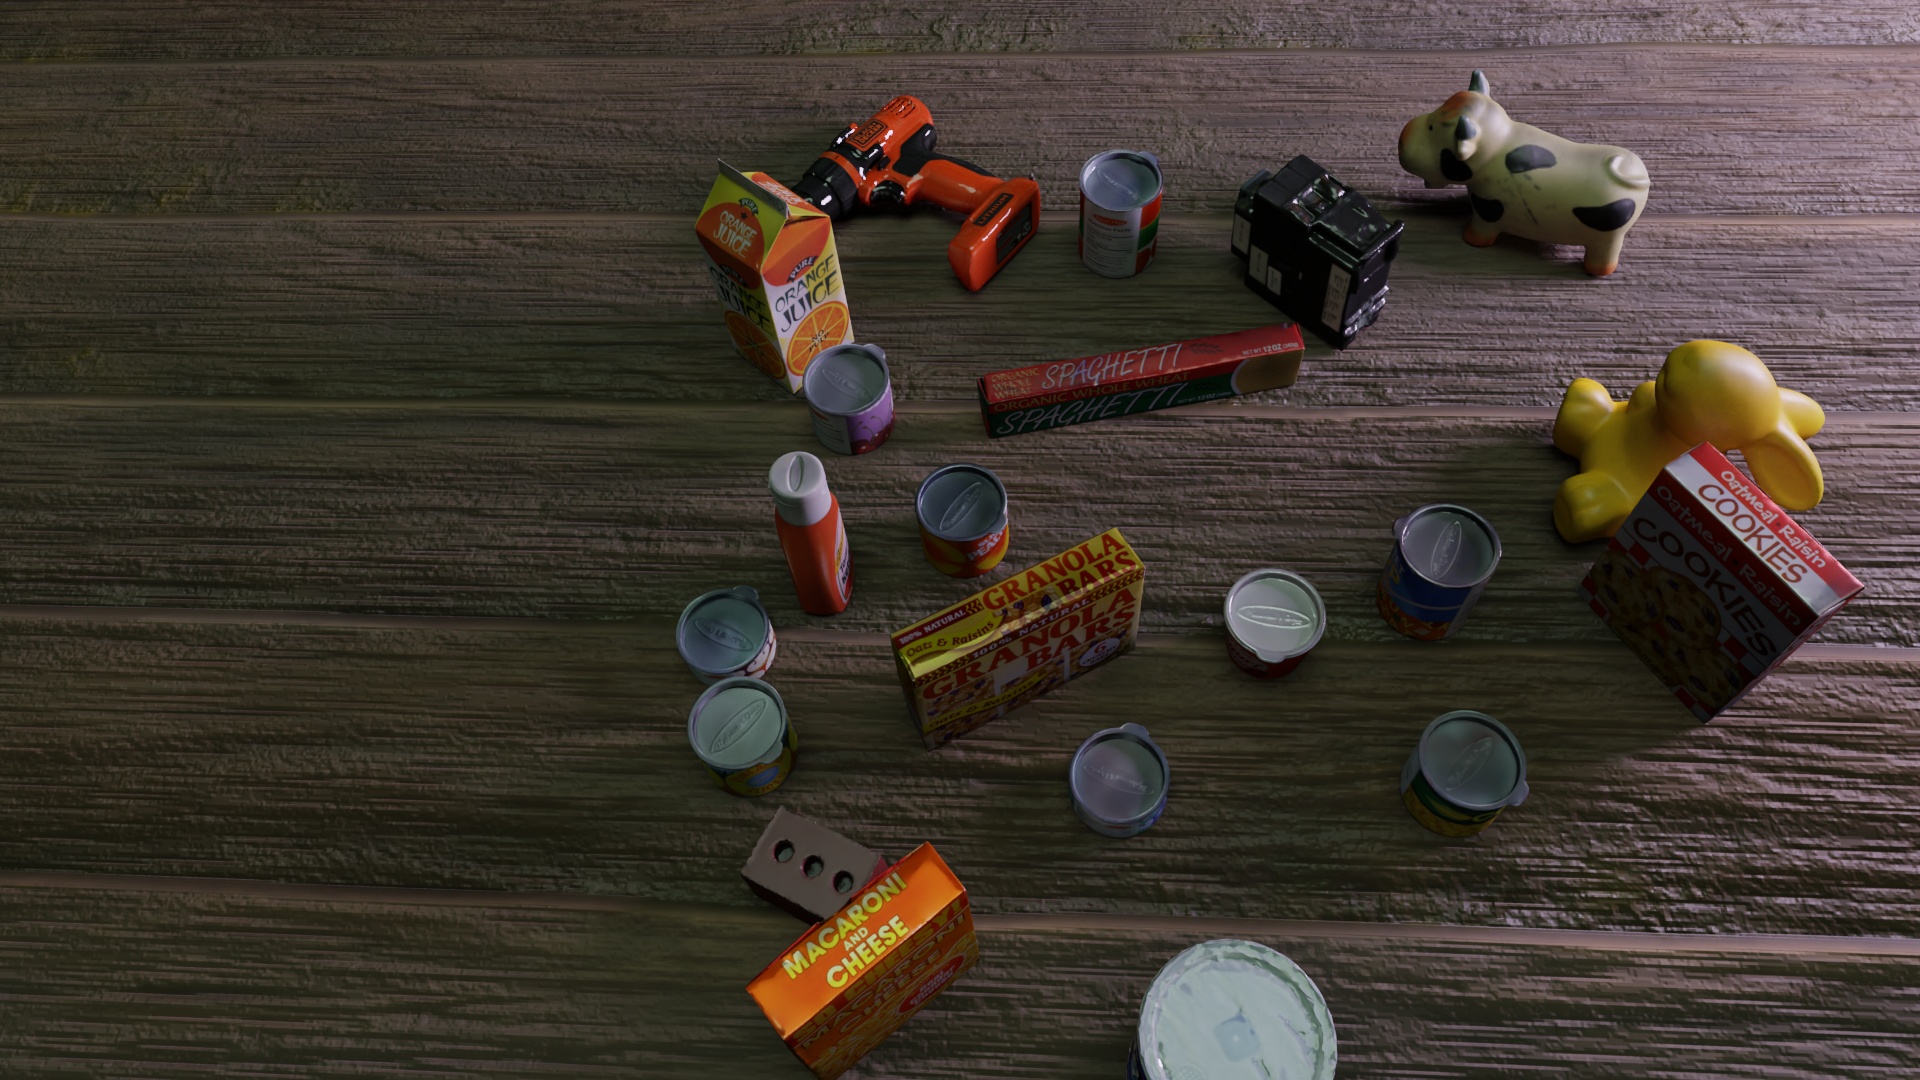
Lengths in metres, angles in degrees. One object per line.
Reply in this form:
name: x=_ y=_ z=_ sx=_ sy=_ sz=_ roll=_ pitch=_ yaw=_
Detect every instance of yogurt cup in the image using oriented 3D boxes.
yogurt cup: x=0.214 y=0.060 z=0.958 sx=0.072 sy=0.053 sz=0.073 roll=-2 pitch=60 yaw=3

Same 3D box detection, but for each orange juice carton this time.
orange juice carton: x=-0.141 y=-0.205 z=1.054 sx=0.072 sy=0.191 sz=0.073 roll=37 pitch=69 yaw=22

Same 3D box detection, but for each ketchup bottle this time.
ketchup bottle: x=-0.103 y=-0.007 z=0.962 sx=0.043 sy=0.148 sz=0.065 roll=-1 pitch=60 yaw=3

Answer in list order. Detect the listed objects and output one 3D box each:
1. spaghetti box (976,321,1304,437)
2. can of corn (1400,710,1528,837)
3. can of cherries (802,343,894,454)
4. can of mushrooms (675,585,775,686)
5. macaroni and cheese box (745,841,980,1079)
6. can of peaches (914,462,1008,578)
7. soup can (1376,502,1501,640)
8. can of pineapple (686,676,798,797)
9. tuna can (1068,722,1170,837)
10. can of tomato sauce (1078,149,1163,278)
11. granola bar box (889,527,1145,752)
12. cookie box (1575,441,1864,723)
spaghetti box: x=0.138 y=-0.123 z=1.071 sx=0.250 sy=0.050 sz=0.029 roll=-10 pitch=60 yaw=-2
can of corn: x=0.325 y=0.153 z=0.895 sx=0.071 sy=0.058 sz=0.071 roll=-2 pitch=60 yaw=3
can of cherries: x=-0.083 y=-0.110 z=1.072 sx=0.071 sy=0.058 sz=0.072 roll=-2 pitch=60 yaw=3
can of mushrooms: x=-0.165 y=0.069 z=0.988 sx=0.071 sy=0.033 sz=0.071 roll=-1 pitch=60 yaw=3
macaroni and cheese box: x=-0.051 y=0.248 z=0.802 sx=0.124 sy=0.165 sz=0.040 roll=-36 pitch=64 yaw=-16
can of peaches: x=0.004 y=-0.013 z=1.011 sx=0.071 sy=0.057 sz=0.071 roll=-2 pitch=60 yaw=3
soup can: x=0.325 y=0.021 z=0.957 sx=0.071 sy=0.083 sz=0.071 roll=-2 pitch=60 yaw=3
can of pineapple: x=-0.145 y=0.134 z=0.935 sx=0.071 sy=0.057 sz=0.071 roll=-2 pitch=60 yaw=3
tuna can: x=0.105 y=0.159 z=0.920 sx=0.071 sy=0.032 sz=0.071 roll=-1 pitch=60 yaw=3
can of tomato sauce: x=0.131 y=-0.267 z=1.136 sx=0.071 sy=0.082 sz=0.071 roll=-2 pitch=60 yaw=3
granola bar box: x=0.039 y=0.067 z=0.925 sx=0.166 sy=0.123 sz=0.039 roll=-25 pitch=62 yaw=-11
cookie box: x=0.480 y=0.030 z=0.894 sx=0.040 sy=0.166 sz=0.123 roll=-29 pitch=63 yaw=-12
